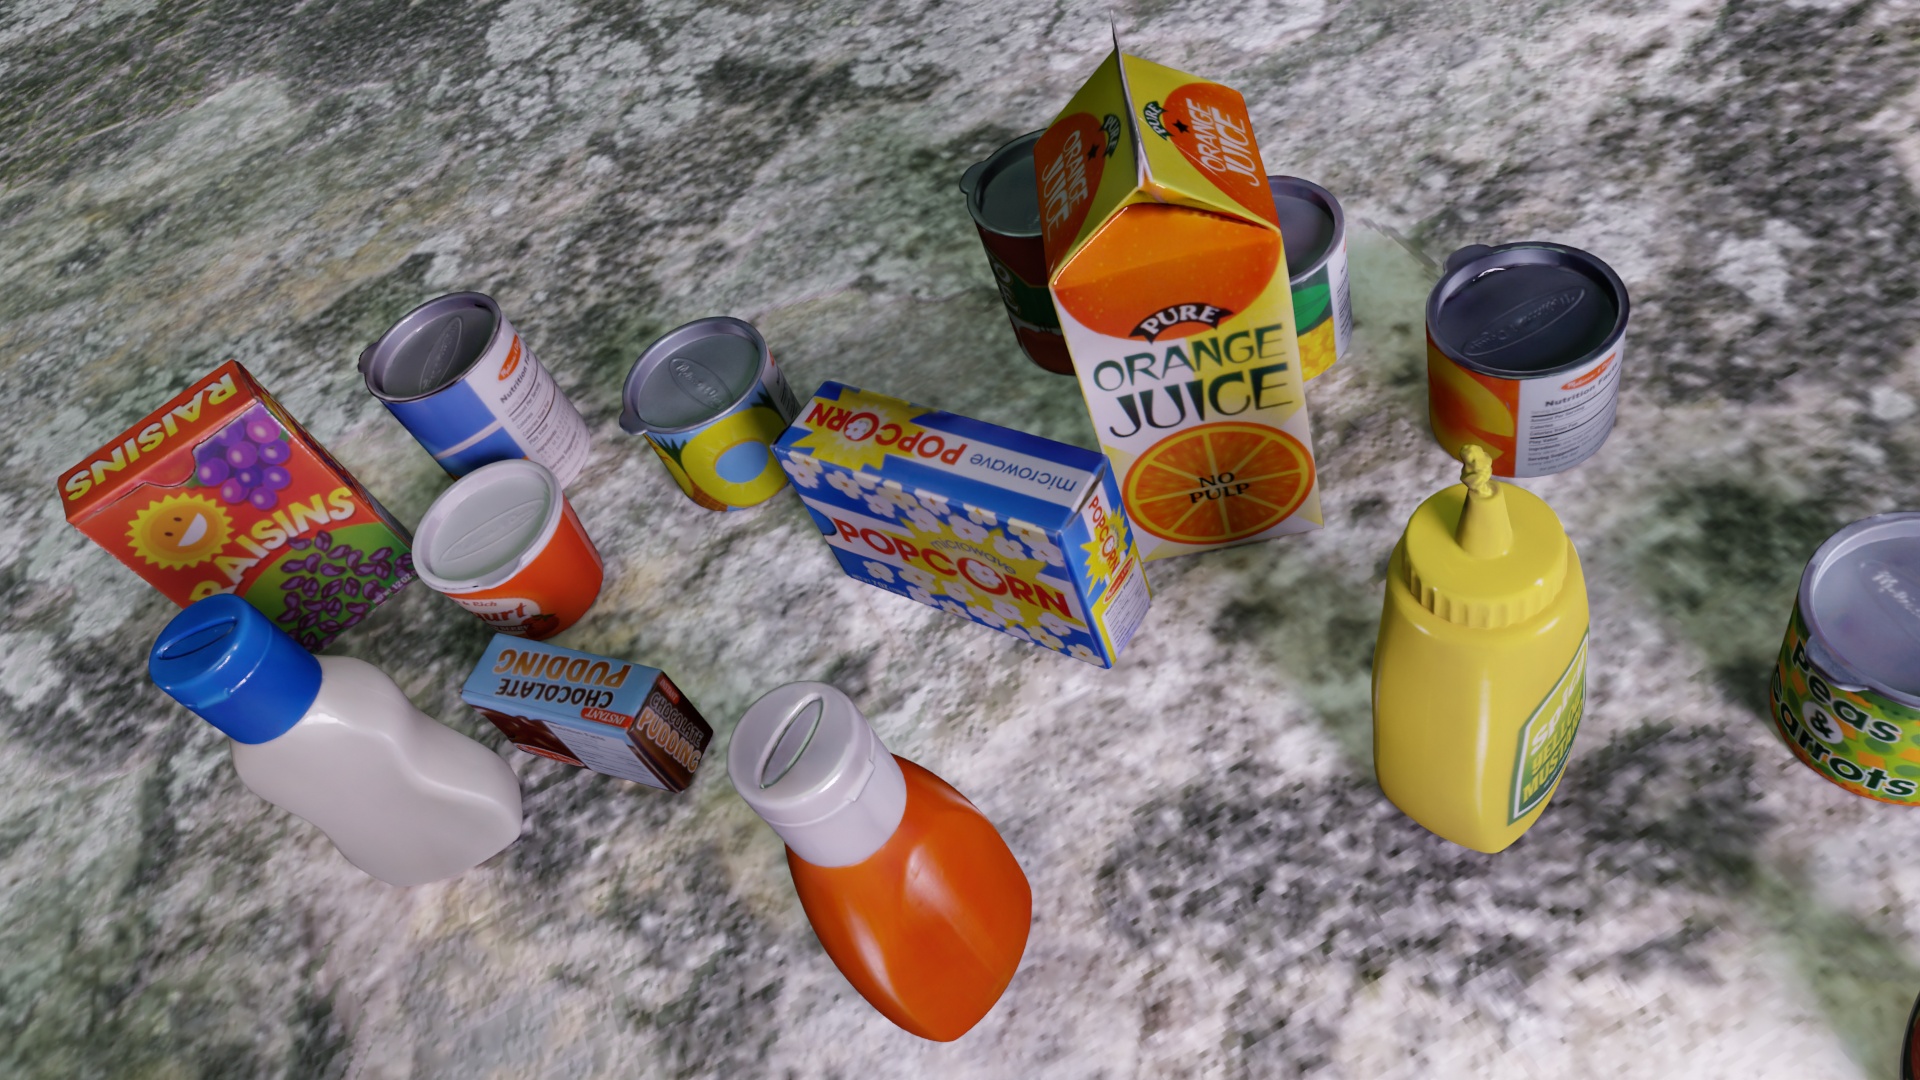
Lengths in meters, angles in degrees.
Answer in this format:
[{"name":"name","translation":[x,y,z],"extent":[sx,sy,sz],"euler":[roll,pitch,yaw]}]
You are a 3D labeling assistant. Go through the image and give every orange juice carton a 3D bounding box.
[{"name":"orange juice carton","translation":[0.074,-0.080,0.474],"extent":[0.073,0.191,0.072],"euler":[-12,51,12]}]

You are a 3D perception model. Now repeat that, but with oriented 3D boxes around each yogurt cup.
[{"name":"yogurt cup","translation":[-0.190,0.007,0.594],"extent":[0.072,0.053,0.073],"euler":[-10,51,13]}]

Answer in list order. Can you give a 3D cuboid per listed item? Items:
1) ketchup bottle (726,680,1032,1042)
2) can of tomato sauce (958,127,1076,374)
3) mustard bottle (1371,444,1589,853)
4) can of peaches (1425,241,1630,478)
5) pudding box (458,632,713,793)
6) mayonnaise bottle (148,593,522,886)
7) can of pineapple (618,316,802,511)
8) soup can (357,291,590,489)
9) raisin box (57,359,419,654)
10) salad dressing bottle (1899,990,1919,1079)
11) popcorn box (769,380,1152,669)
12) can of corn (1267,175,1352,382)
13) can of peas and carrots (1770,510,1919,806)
[{"name":"ketchup bottle","translation":[-0.021,0.093,0.403],"extent":[0.043,0.148,0.065],"euler":[16,61,30]},{"name":"can of tomato sauce","translation":[0.044,-0.121,0.589],"extent":[0.071,0.082,0.071],"euler":[-10,51,13]},{"name":"mustard bottle","translation":[0.144,0.029,0.385],"extent":[0.049,0.159,0.065],"euler":[26,67,34]},{"name":"can of peaches","translation":[0.203,-0.066,0.504],"extent":[0.071,0.057,0.071],"euler":[-10,51,13]},{"name":"pudding box","translation":[-0.144,0.066,0.534],"extent":[0.084,0.049,0.030],"euler":[8,57,25]},{"name":"mayonnaise bottle","translation":[-0.218,0.073,0.492],"extent":[0.065,0.147,0.041],"euler":[-22,50,3]},{"name":"can of pineapple","translation":[-0.107,-0.054,0.608],"extent":[0.071,0.057,0.071],"euler":[-10,51,13]},{"name":"soup can","translation":[-0.222,-0.062,0.640],"extent":[0.071,0.083,0.072],"euler":[-10,51,13]},{"name":"raisin box","translation":[-0.305,-0.006,0.601],"extent":[0.086,0.123,0.040],"euler":[-38,51,-10]},{"name":"salad dressing bottle","translation":[0.244,0.107,0.296],"extent":[0.044,0.147,0.064],"euler":[-15,50,9]},{"name":"popcorn box","translation":[0.002,-0.006,0.514],"extent":[0.127,0.085,0.038],"euler":[18,62,31]},{"name":"can of corn","translation":[0.121,-0.103,0.563],"extent":[0.071,0.058,0.071],"euler":[-10,51,13]},{"name":"can of peas and carrots","translation":[0.272,0.036,0.399],"extent":[0.071,0.058,0.071],"euler":[-10,51,13]}]
